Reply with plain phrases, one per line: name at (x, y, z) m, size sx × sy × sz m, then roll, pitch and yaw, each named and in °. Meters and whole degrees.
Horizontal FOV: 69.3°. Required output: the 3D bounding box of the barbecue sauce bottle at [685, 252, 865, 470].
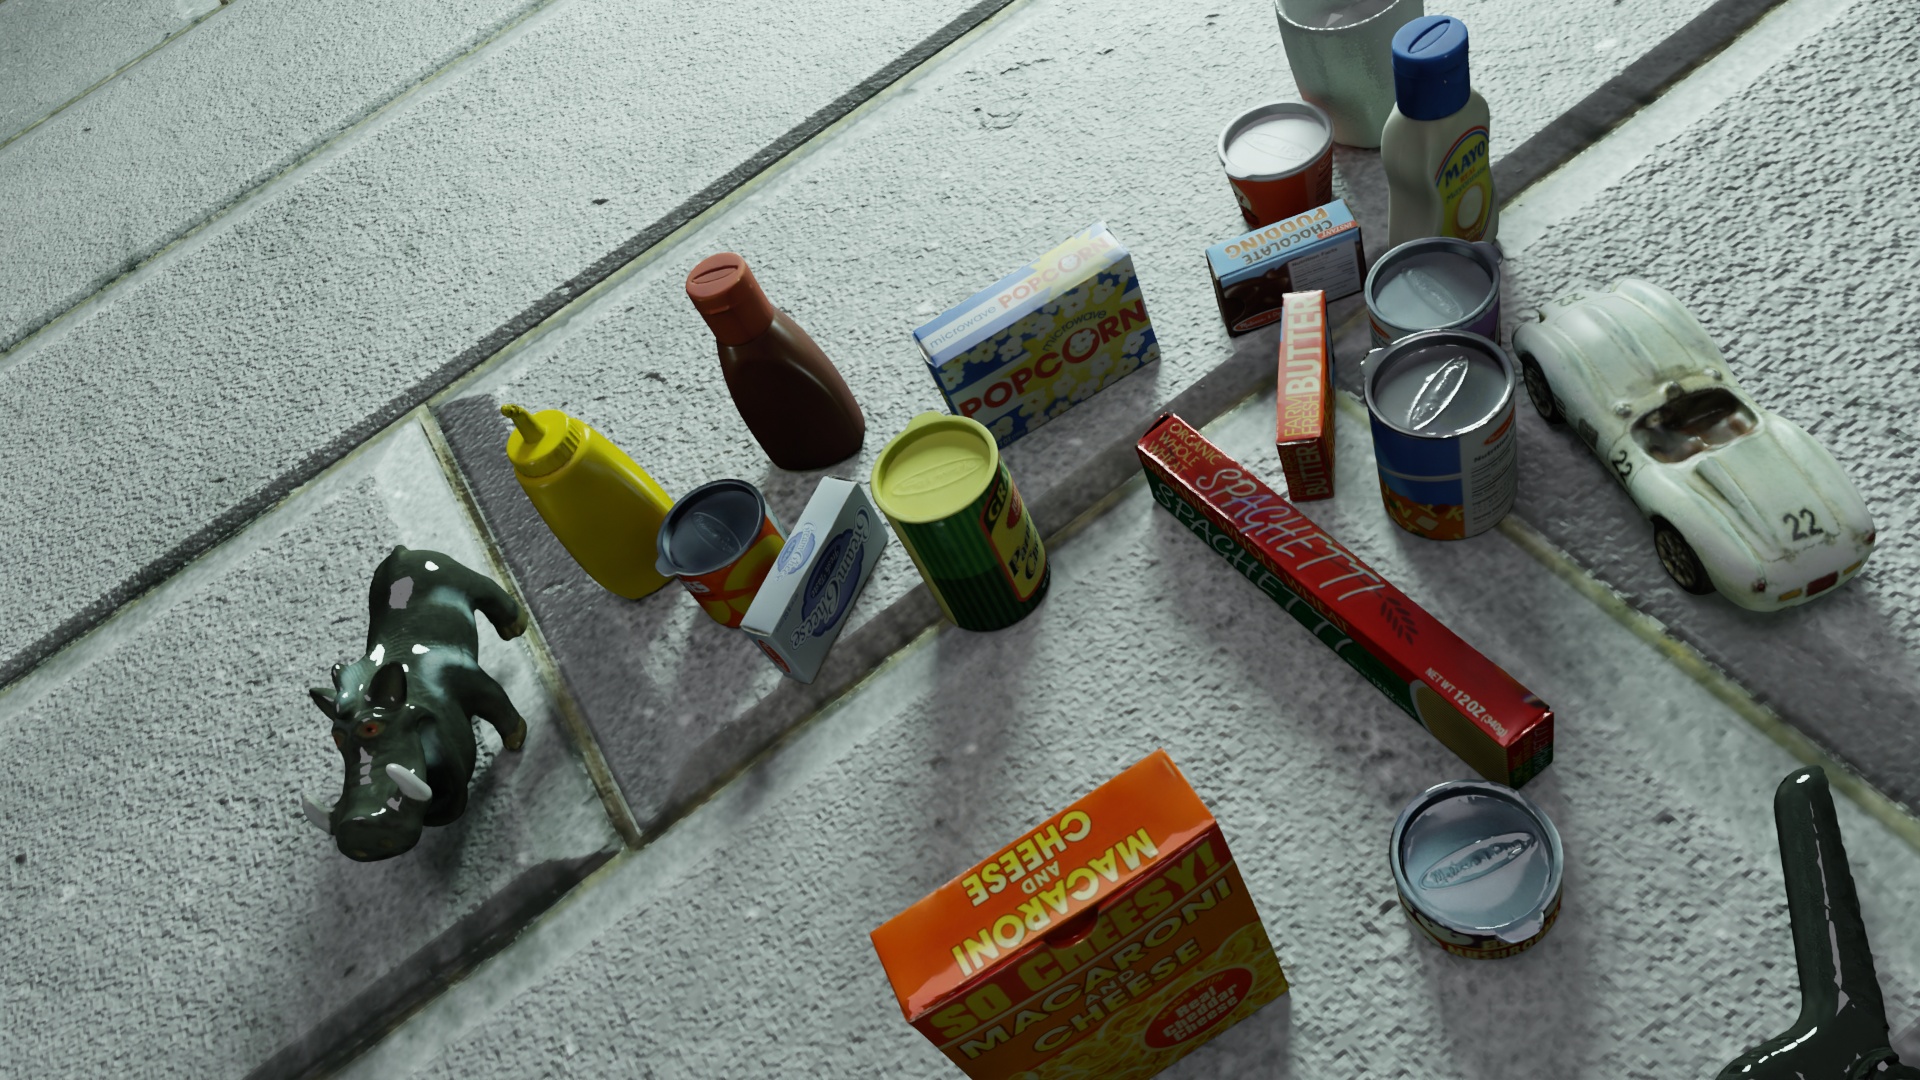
barbecue sauce bottle at (-0.109, -0.101, 0.805) m, size 0.065 × 0.148 × 0.044 m, roll -13°, pitch 52°, yaw 14°

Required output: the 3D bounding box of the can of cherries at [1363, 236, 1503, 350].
can of cherries at (0.250, -0.116, 0.726) m, size 0.071 × 0.058 × 0.072 m, roll -11°, pitch 52°, yaw 15°

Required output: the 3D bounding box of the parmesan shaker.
parmesan shaker at (0.003, -0.009, 0.719) m, size 0.071 × 0.102 × 0.071 m, roll -11°, pitch 52°, yaw 15°

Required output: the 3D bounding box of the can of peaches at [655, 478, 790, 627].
can of peaches at (-0.131, 0.009, 0.790) m, size 0.071 × 0.058 × 0.071 m, roll -11°, pitch 52°, yaw 15°

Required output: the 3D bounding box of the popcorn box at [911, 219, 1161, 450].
popcorn box at (0.045, -0.112, 0.791) m, size 0.127 × 0.085 × 0.038 m, roll -31°, pitch 49°, yaw -2°

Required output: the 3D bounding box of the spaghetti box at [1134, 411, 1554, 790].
spaghetti box at (0.172, 0.022, 0.661) m, size 0.029 × 0.050 × 0.251 m, roll -38°, pitch 50°, yaw -8°

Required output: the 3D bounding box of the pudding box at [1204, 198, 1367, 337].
pudding box at (0.185, -0.154, 0.788) m, size 0.083 × 0.049 × 0.030 m, roll -20°, pitch 50°, yaw 8°

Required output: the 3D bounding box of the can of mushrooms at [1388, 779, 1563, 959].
can of mushrooms at (0.212, 0.137, 0.568) m, size 0.071 × 0.033 × 0.071 m, roll -11°, pitch 52°, yaw 15°

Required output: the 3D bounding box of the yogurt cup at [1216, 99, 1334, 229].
yogurt cup at (0.192, -0.222, 0.834) m, size 0.072 × 0.053 × 0.073 m, roll -11°, pitch 52°, yaw 15°

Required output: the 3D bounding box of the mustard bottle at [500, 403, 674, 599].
mustard bottle at (-0.211, -0.030, 0.785) m, size 0.065 × 0.159 × 0.049 m, roll -37°, pitch 50°, yaw -7°

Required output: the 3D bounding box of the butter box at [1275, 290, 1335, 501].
butter box at (0.182, -0.076, 0.728) m, size 0.024 × 0.053 × 0.104 m, roll -3°, pitch 54°, yaw 21°

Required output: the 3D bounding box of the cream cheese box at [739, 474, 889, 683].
cream cheese box at (-0.078, 0.021, 0.762) m, size 0.024 × 0.053 × 0.104 m, roll 11°, pitch 60°, yaw 29°

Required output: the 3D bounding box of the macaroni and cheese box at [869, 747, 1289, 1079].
macaroni and cheese box at (0.054, 0.161, 0.528) m, size 0.124 × 0.165 × 0.040 m, roll -32°, pitch 50°, yaw -3°

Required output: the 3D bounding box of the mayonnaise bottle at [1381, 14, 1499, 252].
mayonnaise bottle at (0.252, -0.204, 0.733) m, size 0.065 × 0.147 × 0.041 m, roll -41°, pitch 50°, yaw -10°

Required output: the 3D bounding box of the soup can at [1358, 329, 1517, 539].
soup can at (0.230, -0.051, 0.669) m, size 0.071 × 0.083 × 0.072 m, roll -11°, pitch 52°, yaw 15°
